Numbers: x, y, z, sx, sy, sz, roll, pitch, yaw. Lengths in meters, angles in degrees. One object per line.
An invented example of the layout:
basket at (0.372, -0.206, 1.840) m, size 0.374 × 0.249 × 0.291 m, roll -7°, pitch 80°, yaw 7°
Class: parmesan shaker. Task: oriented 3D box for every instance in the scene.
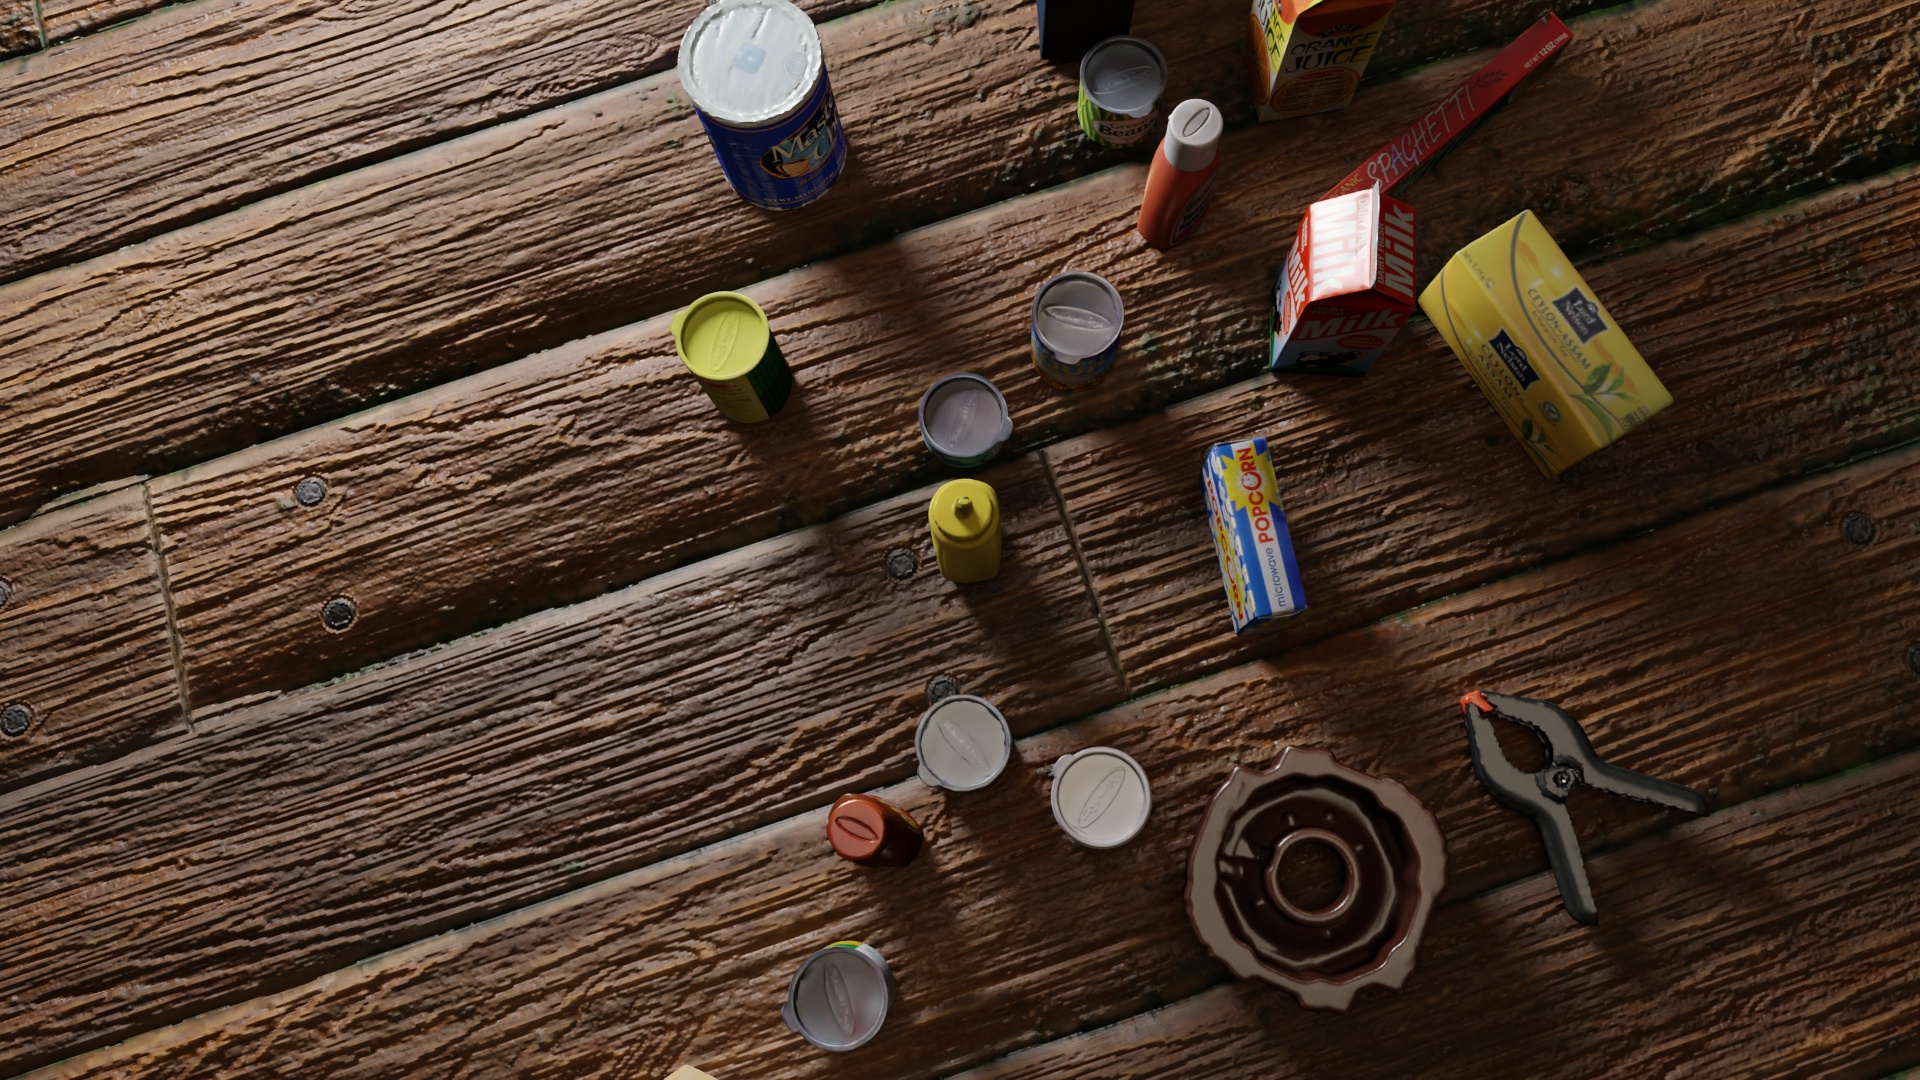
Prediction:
parmesan shaker at (-0.166, -0.133, 1.018) m, size 0.071 × 0.103 × 0.071 m, roll -1°, pitch 78°, yaw 2°

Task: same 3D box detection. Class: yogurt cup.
yogurt cup at (0.096, 0.179, 0.962) m, size 0.072 × 0.054 × 0.072 m, roll -1°, pitch 78°, yaw 2°

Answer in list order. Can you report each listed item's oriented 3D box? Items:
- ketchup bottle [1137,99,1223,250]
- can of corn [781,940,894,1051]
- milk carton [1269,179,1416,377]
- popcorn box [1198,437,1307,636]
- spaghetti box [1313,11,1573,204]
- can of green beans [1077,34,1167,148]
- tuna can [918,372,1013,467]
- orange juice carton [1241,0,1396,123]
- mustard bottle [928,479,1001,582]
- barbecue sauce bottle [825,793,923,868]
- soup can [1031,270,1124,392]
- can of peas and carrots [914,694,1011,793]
ketchup bottle at (0.162, -0.268, 1.011) m, size 0.043 × 0.148 × 0.065 m, roll 40°, pitch 83°, yaw 10°
can of corn at (-0.082, 0.307, 0.939) m, size 0.071 × 0.058 × 0.071 m, roll -1°, pitch 78°, yaw 2°
milk carton at (0.267, -0.177, 0.965) m, size 0.073 × 0.190 × 0.072 m, roll 3°, pitch 78°, yaw 3°
popcorn box at (0.205, -0.001, 0.982) m, size 0.038 × 0.085 × 0.127 m, roll -11°, pitch 77°, yaw 0°
spaghetti box at (0.362, -0.309, 1.062) m, size 0.250 × 0.050 × 0.029 m, roll -40°, pitch 79°, yaw -6°
can of green beans at (0.124, -0.346, 1.077) m, size 0.071 × 0.057 × 0.071 m, roll -1°, pitch 78°, yaw 2°
tuna can at (0.005, -0.088, 1.037) m, size 0.071 × 0.032 × 0.071 m, roll 0°, pitch 78°, yaw 2°
orange juice carton at (0.261, -0.387, 1.011) m, size 0.073 × 0.192 × 0.072 m, roll -10°, pitch 78°, yaw 0°
mustard bottle at (0.003, -0.012, 0.955) m, size 0.049 × 0.160 × 0.065 m, roll -3°, pitch 78°, yaw 2°
barbecue sauce bottle at (-0.060, 0.192, 0.918) m, size 0.065 × 0.148 × 0.044 m, roll 26°, pitch 80°, yaw 8°
soup can at (0.084, -0.149, 1.021) m, size 0.071 × 0.083 × 0.071 m, roll -1°, pitch 78°, yaw 2°
can of peas and carrots at (0.001, 0.145, 0.972) m, size 0.071 × 0.058 × 0.071 m, roll -1°, pitch 78°, yaw 2°
